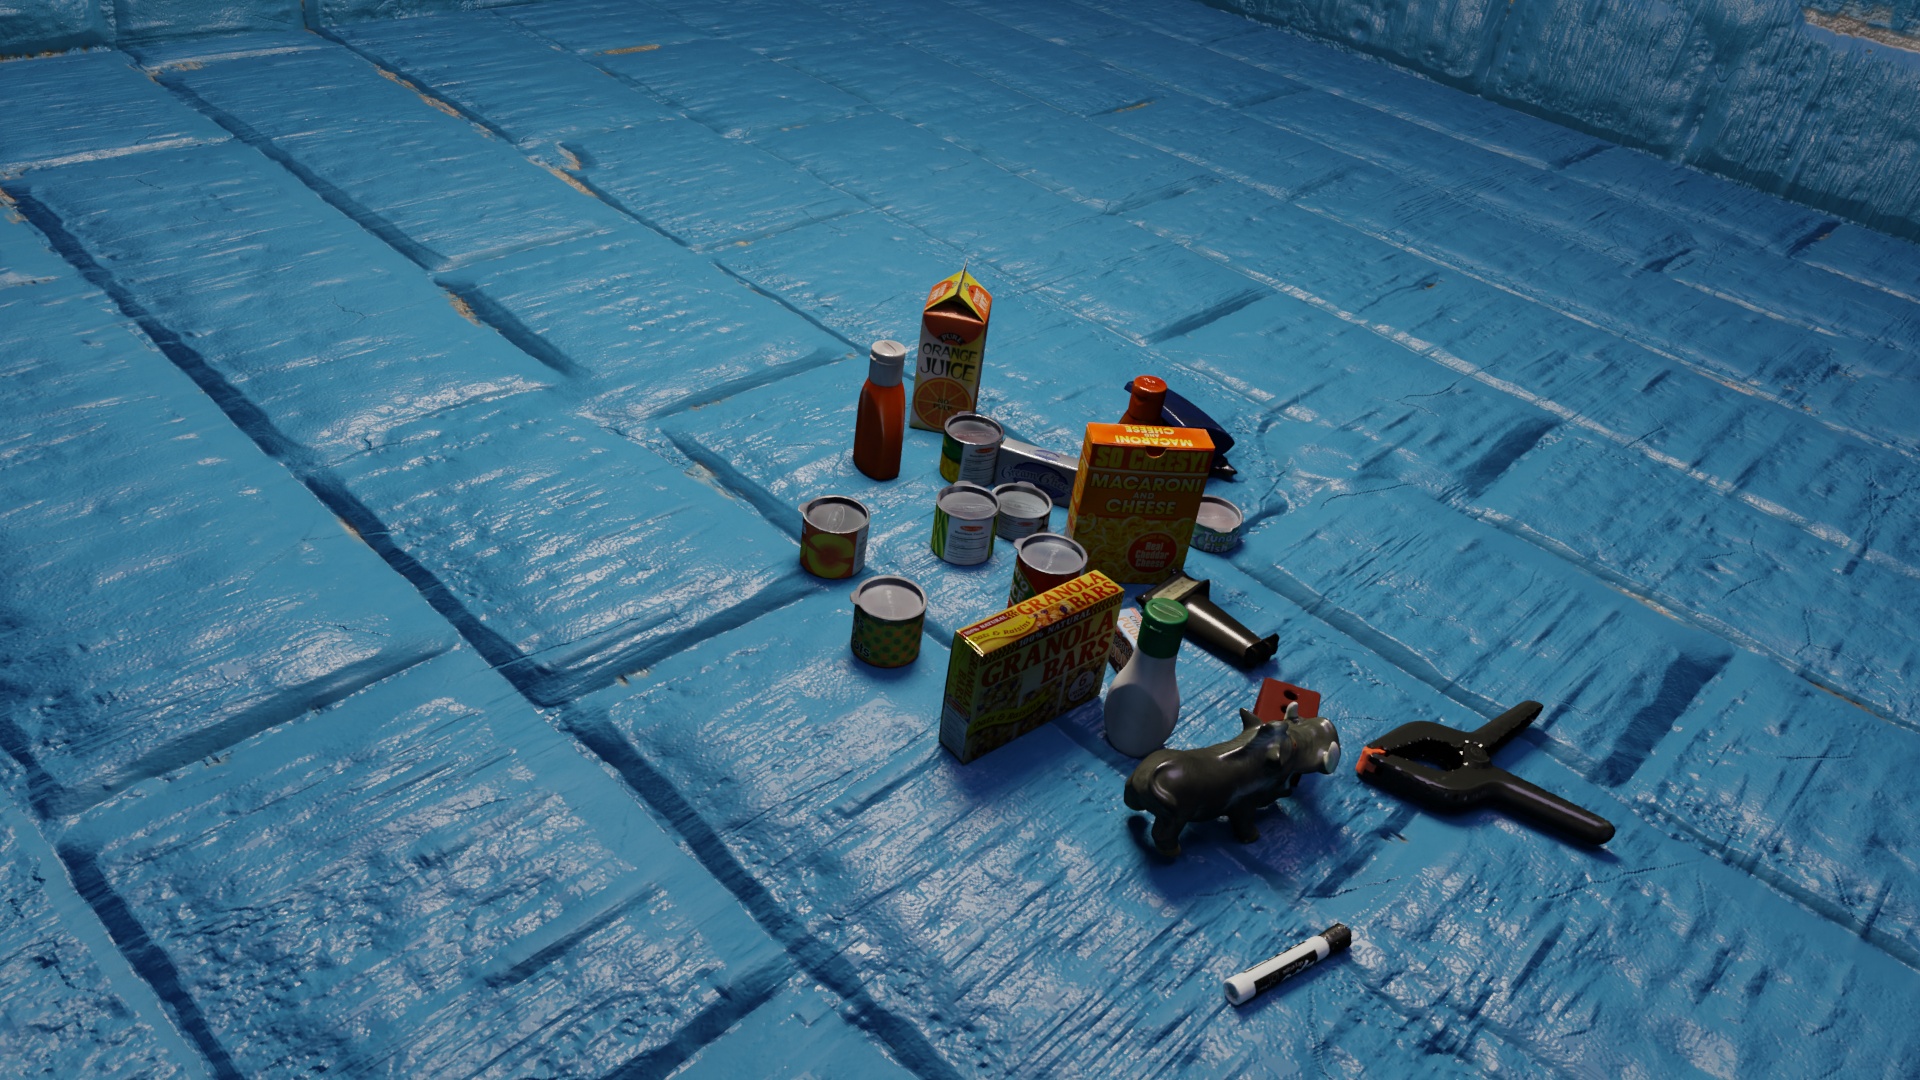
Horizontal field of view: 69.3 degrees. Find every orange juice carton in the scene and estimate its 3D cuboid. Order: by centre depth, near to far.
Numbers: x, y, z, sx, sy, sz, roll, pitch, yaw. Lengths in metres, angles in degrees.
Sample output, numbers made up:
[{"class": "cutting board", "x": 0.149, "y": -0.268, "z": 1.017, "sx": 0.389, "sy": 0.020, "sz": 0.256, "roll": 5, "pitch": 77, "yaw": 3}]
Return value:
[{"class": "orange juice carton", "x": -0.009, "y": -0.222, "z": 1.589, "sx": 0.073, "sy": 0.191, "sz": 0.072, "roll": 11, "pitch": 35, "yaw": 3}]

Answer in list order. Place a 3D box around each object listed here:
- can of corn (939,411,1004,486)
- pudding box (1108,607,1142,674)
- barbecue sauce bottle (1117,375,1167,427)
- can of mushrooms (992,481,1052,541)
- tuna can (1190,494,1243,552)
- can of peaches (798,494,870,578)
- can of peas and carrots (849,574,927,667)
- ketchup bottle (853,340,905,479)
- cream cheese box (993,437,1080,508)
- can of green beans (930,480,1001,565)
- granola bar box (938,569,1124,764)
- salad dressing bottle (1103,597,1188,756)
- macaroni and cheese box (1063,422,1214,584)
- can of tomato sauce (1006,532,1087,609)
[{"class": "can of corn", "x": 0.011, "y": -0.101, "z": 1.539, "sx": 0.071, "sy": 0.058, "sz": 0.071, "roll": 6, "pitch": 35, "yaw": -4}, {"class": "pudding box", "x": 0.164, "y": 0.106, "z": 1.284, "sx": 0.030, "sy": 0.049, "sz": 0.084, "roll": -7, "pitch": 38, "yaw": -21}, {"class": "barbecue sauce bottle", "x": 0.192, "y": -0.107, "z": 1.508, "sx": 0.065, "sy": 0.147, "sz": 0.044, "roll": 30, "pitch": 40, "yaw": 28}, {"class": "can of mushrooms", "x": 0.063, "y": -0.031, "z": 1.472, "sx": 0.071, "sy": 0.033, "sz": 0.071, "roll": 6, "pitch": 35, "yaw": -4}, {"class": "tuna can", "x": 0.270, "y": -0.017, "z": 1.498, "sx": 0.071, "sy": 0.032, "sz": 0.071, "roll": 6, "pitch": 35, "yaw": -4}, {"class": "can of peaches", "x": -0.127, "y": -0.004, "z": 1.371, "sx": 0.071, "sy": 0.057, "sz": 0.071, "roll": 6, "pitch": 35, "yaw": -4}, {"class": "can of peas and carrots", "x": -0.068, "y": 0.074, "z": 1.271, "sx": 0.071, "sy": 0.058, "sz": 0.071, "roll": 6, "pitch": 35, "yaw": -4}, {"class": "ketchup bottle", "x": -0.085, "y": -0.142, "z": 1.497, "sx": 0.044, "sy": 0.148, "sz": 0.065, "roll": -15, "pitch": 41, "yaw": -30}, {"class": "cream cheese box", "x": 0.090, "y": -0.072, "z": 1.519, "sx": 0.104, "sy": 0.053, "sz": 0.024, "roll": 18, "pitch": 36, "yaw": 13}, {"class": "can of green beans", "x": 0.005, "y": -0.016, "z": 1.417, "sx": 0.071, "sy": 0.057, "sz": 0.071, "roll": 6, "pitch": 35, "yaw": -4}, {"class": "granola bar box", "x": 0.060, "y": 0.107, "z": 1.196, "sx": 0.166, "sy": 0.123, "sz": 0.039, "roll": -21, "pitch": 44, "yaw": -36}, {"class": "salad dressing bottle", "x": 0.161, "y": 0.117, "z": 1.183, "sx": 0.064, "sy": 0.146, "sz": 0.044, "roll": 25, "pitch": 38, "yaw": 22}, {"class": "macaroni and cheese box", "x": 0.174, "y": -0.034, "z": 1.384, "sx": 0.124, "sy": 0.165, "sz": 0.040, "roll": 2, "pitch": 35, "yaw": -9}, {"class": "can of tomato sauce", "x": 0.079, "y": 0.044, "z": 1.325, "sx": 0.071, "sy": 0.082, "sz": 0.071, "roll": 6, "pitch": 35, "yaw": -4}]
